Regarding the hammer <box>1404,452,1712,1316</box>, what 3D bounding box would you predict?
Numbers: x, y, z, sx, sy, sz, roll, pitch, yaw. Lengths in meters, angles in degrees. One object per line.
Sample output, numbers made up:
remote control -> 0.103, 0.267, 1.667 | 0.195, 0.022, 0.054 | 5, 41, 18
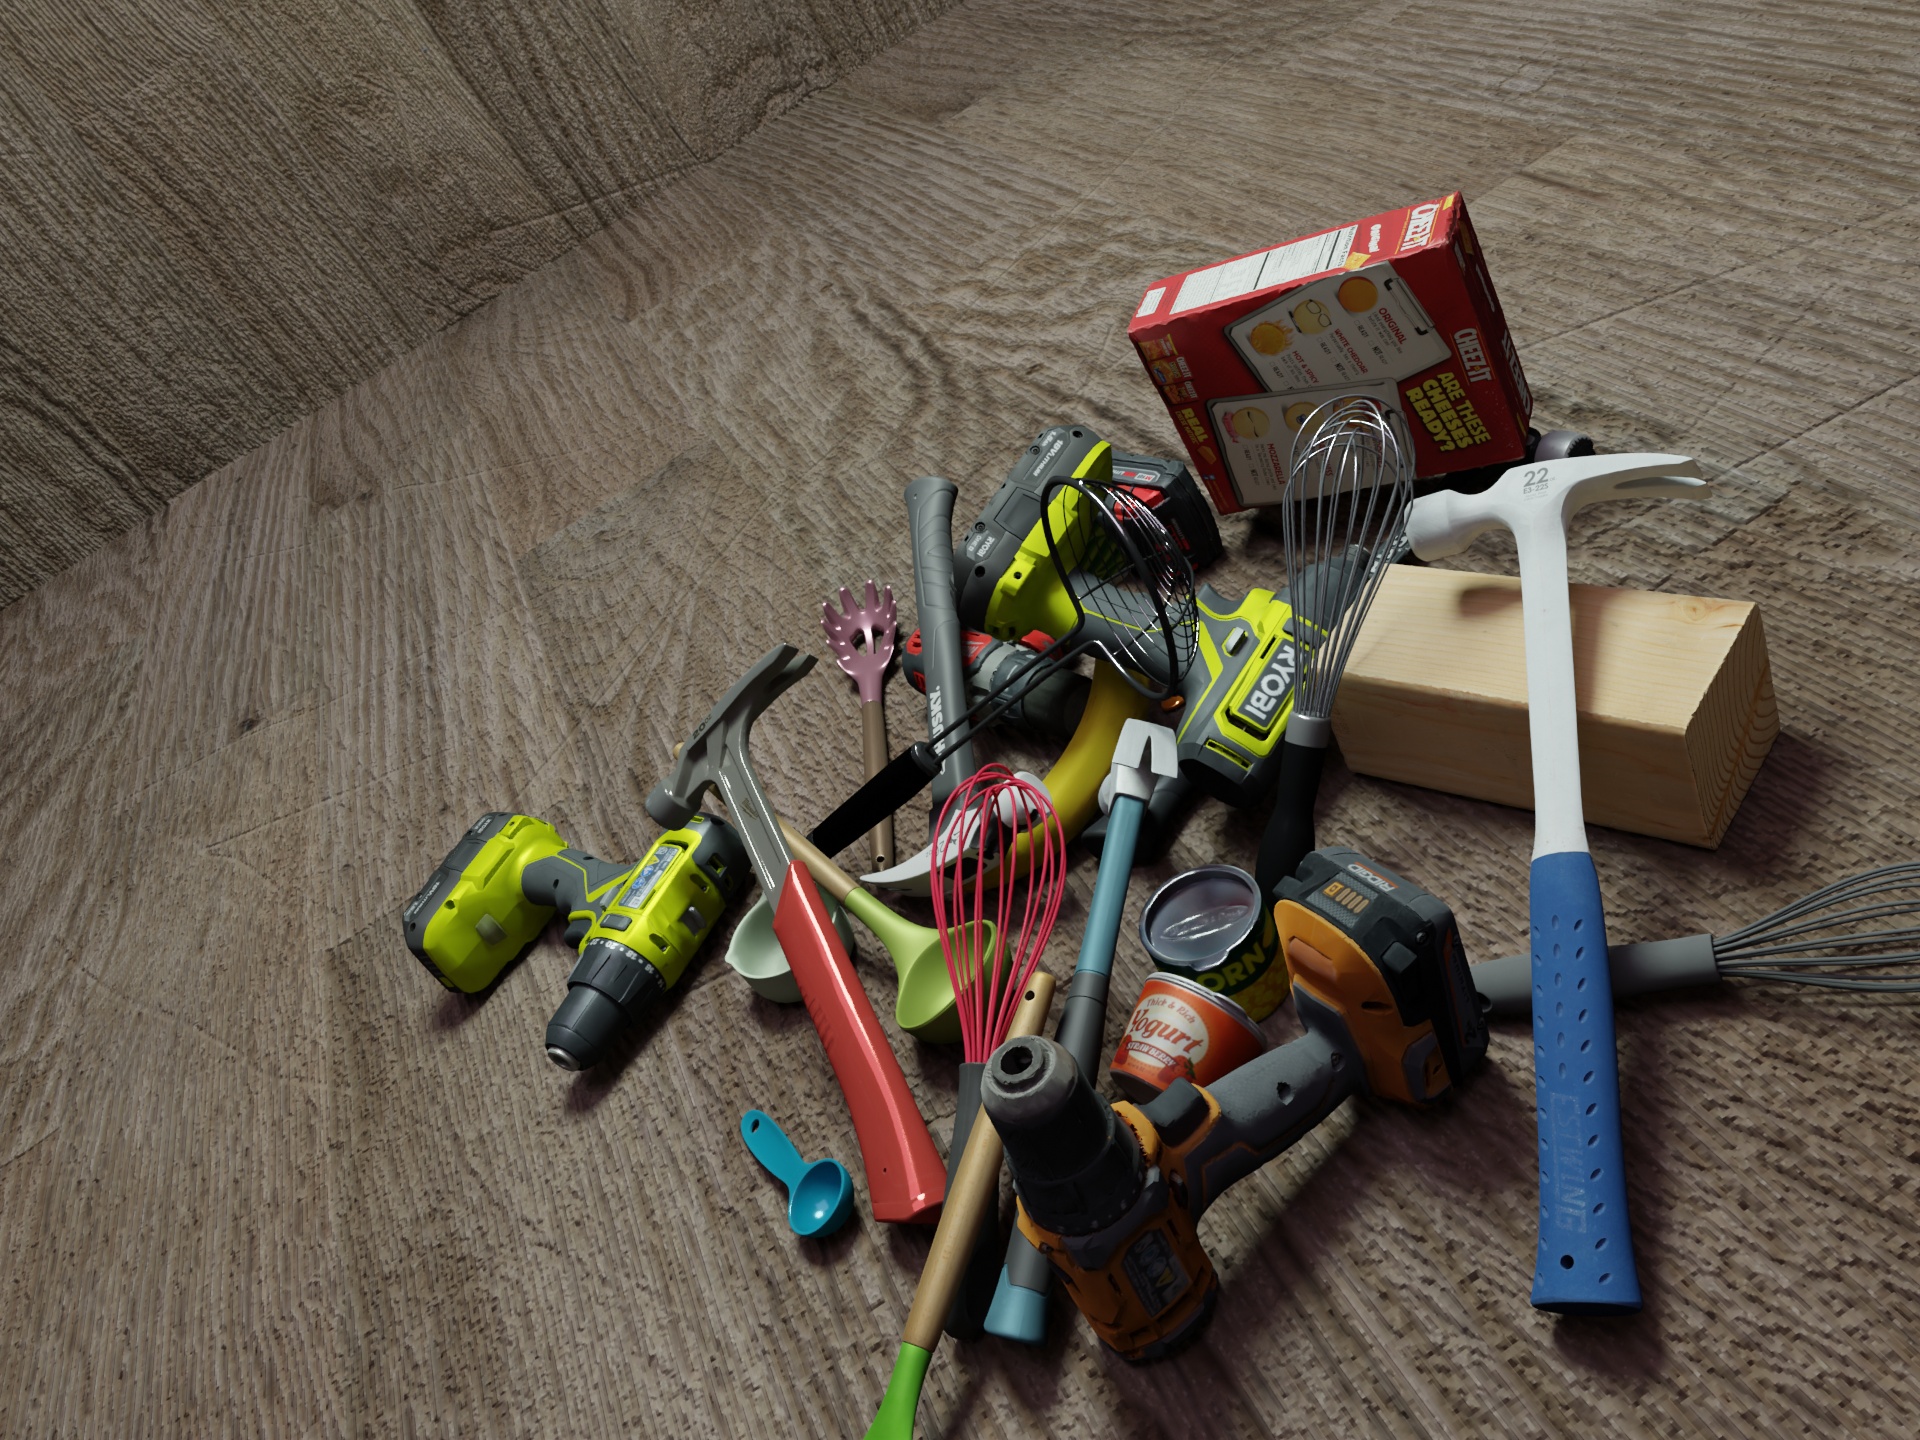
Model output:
hammer -> 0.275, 0.051, 0.713 | 0.144, 0.035, 0.406 | -14, 56, 36

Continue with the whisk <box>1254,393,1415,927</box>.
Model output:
whisk -> 0.189, -0.027, 0.834 | 0.070, 0.284, 0.070 | 7, 10, -1

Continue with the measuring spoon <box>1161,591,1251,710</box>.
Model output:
measuring spoon -> 0.169, -0.049, 1.053 | 0.117, 0.011, 0.021 | -47, 37, -21

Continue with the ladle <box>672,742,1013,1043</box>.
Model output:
ladle -> -0.087, 0.089, 0.969 | 0.320, 0.062, 0.078 | 35, 79, 36

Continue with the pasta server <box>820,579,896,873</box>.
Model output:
pasta server -> -0.065, 0.002, 1.147 | 0.060, 0.040, 0.317 | -14, 38, 5

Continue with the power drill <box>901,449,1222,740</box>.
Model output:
power drill -> 0.084, -0.082, 1.107 | 0.227, 0.080, 0.188 | -47, 37, -17

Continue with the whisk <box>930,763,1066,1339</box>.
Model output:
whisk -> 0.013, 0.159, 0.813 | 0.073, 0.073, 0.296 | -9, 61, 29

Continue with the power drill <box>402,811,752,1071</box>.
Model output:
power drill -> -0.274, 0.144, 1.096 | 0.228, 0.080, 0.191 | 3, 46, 36

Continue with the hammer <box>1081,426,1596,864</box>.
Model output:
hammer -> 0.222, -0.058, 1.005 | 0.409, 0.036, 0.149 | -44, 35, -17

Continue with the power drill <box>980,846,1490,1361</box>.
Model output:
power drill -> 0.116, 0.153, 0.694 | 0.226, 0.185, 0.084 | -38, 36, -14

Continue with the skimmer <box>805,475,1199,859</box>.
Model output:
skimmer -> -0.001, -0.003, 0.895 | 0.090, 0.127, 0.363 | -17, -17, -50

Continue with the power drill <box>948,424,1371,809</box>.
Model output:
power drill -> 0.122, -0.074, 0.941 | 0.223, 0.080, 0.171 | 31, 75, 13

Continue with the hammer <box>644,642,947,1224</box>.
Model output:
hammer -> -0.079, 0.121, 0.904 | 0.149, 0.036, 0.359 | -46, 50, 19

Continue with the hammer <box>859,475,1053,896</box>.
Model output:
hammer -> -0.015, -0.037, 1.053 | 0.146, 0.035, 0.335 | -40, 41, 35

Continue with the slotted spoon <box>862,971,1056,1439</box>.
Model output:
slotted spoon -> -0.009, 0.262, 0.729 | 0.070, 0.031, 0.314 | 3, 61, 37

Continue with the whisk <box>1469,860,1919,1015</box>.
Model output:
whisk -> 0.334, 0.104, 0.708 | 0.239, 0.055, 0.055 | -15, 38, 29

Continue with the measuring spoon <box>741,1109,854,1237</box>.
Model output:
measuring spoon -> -0.090, 0.248, 0.882 | 0.042, 0.021, 0.129 | -55, 30, -7

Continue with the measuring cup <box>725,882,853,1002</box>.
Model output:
measuring cup -> -0.112, 0.119, 1.037 | 0.083, 0.038, 0.168 | -28, 33, 4

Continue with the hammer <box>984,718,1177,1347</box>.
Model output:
hammer -> 0.063, 0.145, 0.804 | 0.033, 0.128, 0.331 | 14, 62, 3
